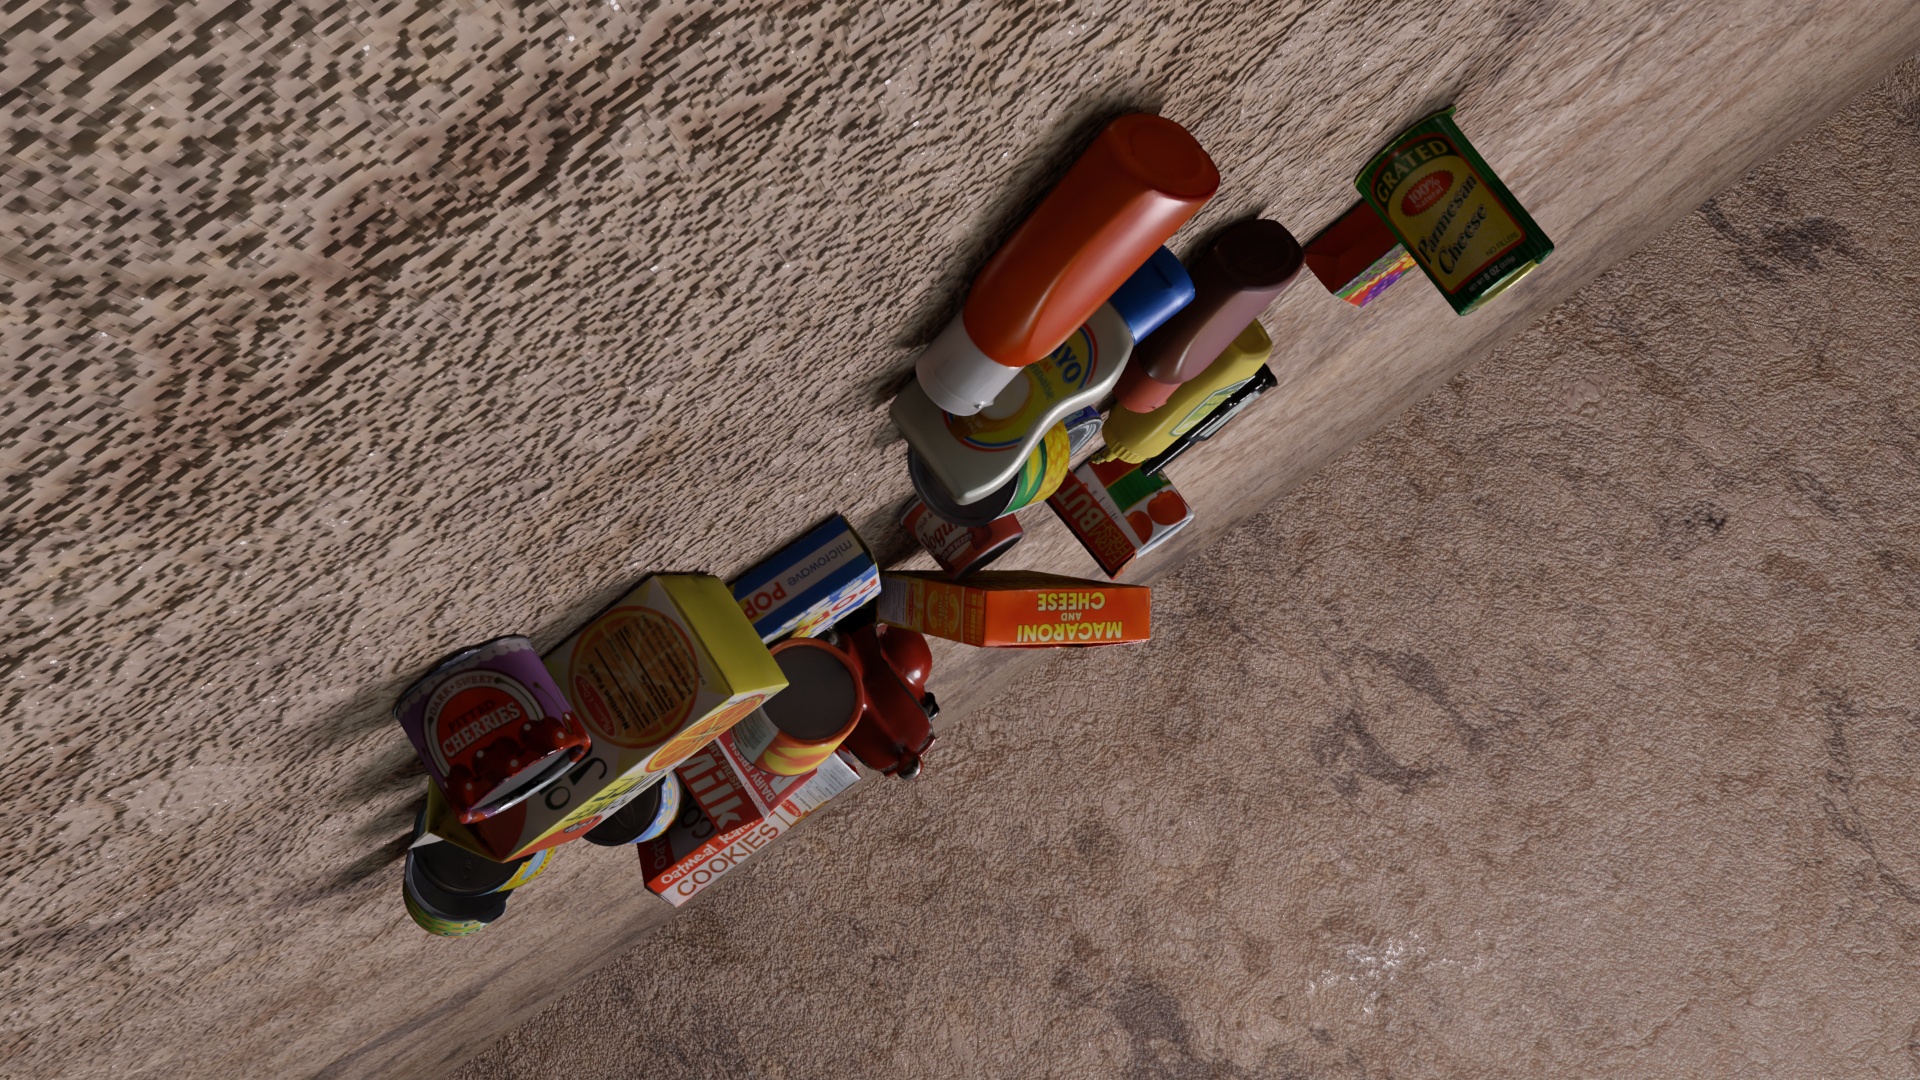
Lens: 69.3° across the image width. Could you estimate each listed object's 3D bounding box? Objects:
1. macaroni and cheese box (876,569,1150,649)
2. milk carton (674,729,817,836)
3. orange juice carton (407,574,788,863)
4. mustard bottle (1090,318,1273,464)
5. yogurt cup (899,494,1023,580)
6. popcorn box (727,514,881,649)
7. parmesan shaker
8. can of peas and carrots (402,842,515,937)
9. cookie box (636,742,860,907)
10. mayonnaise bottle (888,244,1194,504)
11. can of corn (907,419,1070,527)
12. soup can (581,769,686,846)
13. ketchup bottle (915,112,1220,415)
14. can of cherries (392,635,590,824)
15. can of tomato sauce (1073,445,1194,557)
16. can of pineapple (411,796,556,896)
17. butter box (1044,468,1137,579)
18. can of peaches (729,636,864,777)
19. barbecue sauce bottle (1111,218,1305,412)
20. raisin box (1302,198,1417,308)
[{"bbox_3d":[0.032,0.045,0.940,0.124,0.040,0.166,0,-177,-26],"label":"macaroni and cheese box"},{"bbox_3d":[-0.141,0.131,0.896,0.073,0.072,0.190,-34,-176,-5],"label":"milk carton"},{"bbox_3d":[-0.192,0.100,0.707,0.192,0.073,0.072,-36,170,11],"label":"orange juice carton"},{"bbox_3d":[0.142,-0.095,0.948,0.065,0.049,0.159,-22,164,-45],"label":"mustard bottle"},{"bbox_3d":[0.003,-0.011,0.878,0.072,0.054,0.072,-33,171,-6],"label":"yogurt cup"},{"bbox_3d":[-0.108,0.041,0.804,0.127,0.038,0.085,-33,171,-8],"label":"popcorn box"},{"bbox_3d":[0.294,-0.194,0.820,0.071,0.103,0.071,-34,170,-7],"label":"parmesan shaker"},{"bbox_3d":[-0.305,0.208,0.852,0.071,0.071,0.058,-28,169,-32],"label":"can of peas and carrots"},{"bbox_3d":[-0.167,0.176,1.036,0.167,0.123,0.040,-35,127,3],"label":"cookie box"},{"bbox_3d":[0.041,-0.083,0.646,0.148,0.065,0.041,-38,178,-3],"label":"mayonnaise bottle"},{"bbox_3d":[0.016,-0.047,0.722,0.071,0.071,0.058,-41,169,32],"label":"can of corn"},{"bbox_3d":[-0.229,0.176,0.966,0.071,0.071,0.083,-34,171,-5],"label":"soup can"},{"bbox_3d":[0.037,-0.106,0.564,0.065,0.043,0.148,-22,164,-48],"label":"ketchup bottle"},{"bbox_3d":[-0.208,0.084,0.619,0.071,0.058,0.071,-34,170,-6],"label":"can of cherries"},{"bbox_3d":[0.141,-0.036,1.124,0.071,0.083,0.071,-33,170,-6],"label":"can of tomato sauce"},{"bbox_3d":[-0.268,0.169,0.793,0.071,0.071,0.057,-34,171,-6],"label":"can of pineapple"},{"bbox_3d":[0.077,-0.021,0.928,0.024,0.103,0.053,-39,169,0],"label":"butter box"},{"bbox_3d":[-0.092,0.095,0.795,0.071,0.071,0.057,-29,168,-31],"label":"can of peaches"},{"bbox_3d":[0.136,-0.125,0.807,0.065,0.044,0.148,-28,169,-31],"label":"barbecue sauce bottle"},{"bbox_3d":[0.285,-0.202,0.943,0.086,0.040,0.123,-40,168,22],"label":"raisin box"}]
